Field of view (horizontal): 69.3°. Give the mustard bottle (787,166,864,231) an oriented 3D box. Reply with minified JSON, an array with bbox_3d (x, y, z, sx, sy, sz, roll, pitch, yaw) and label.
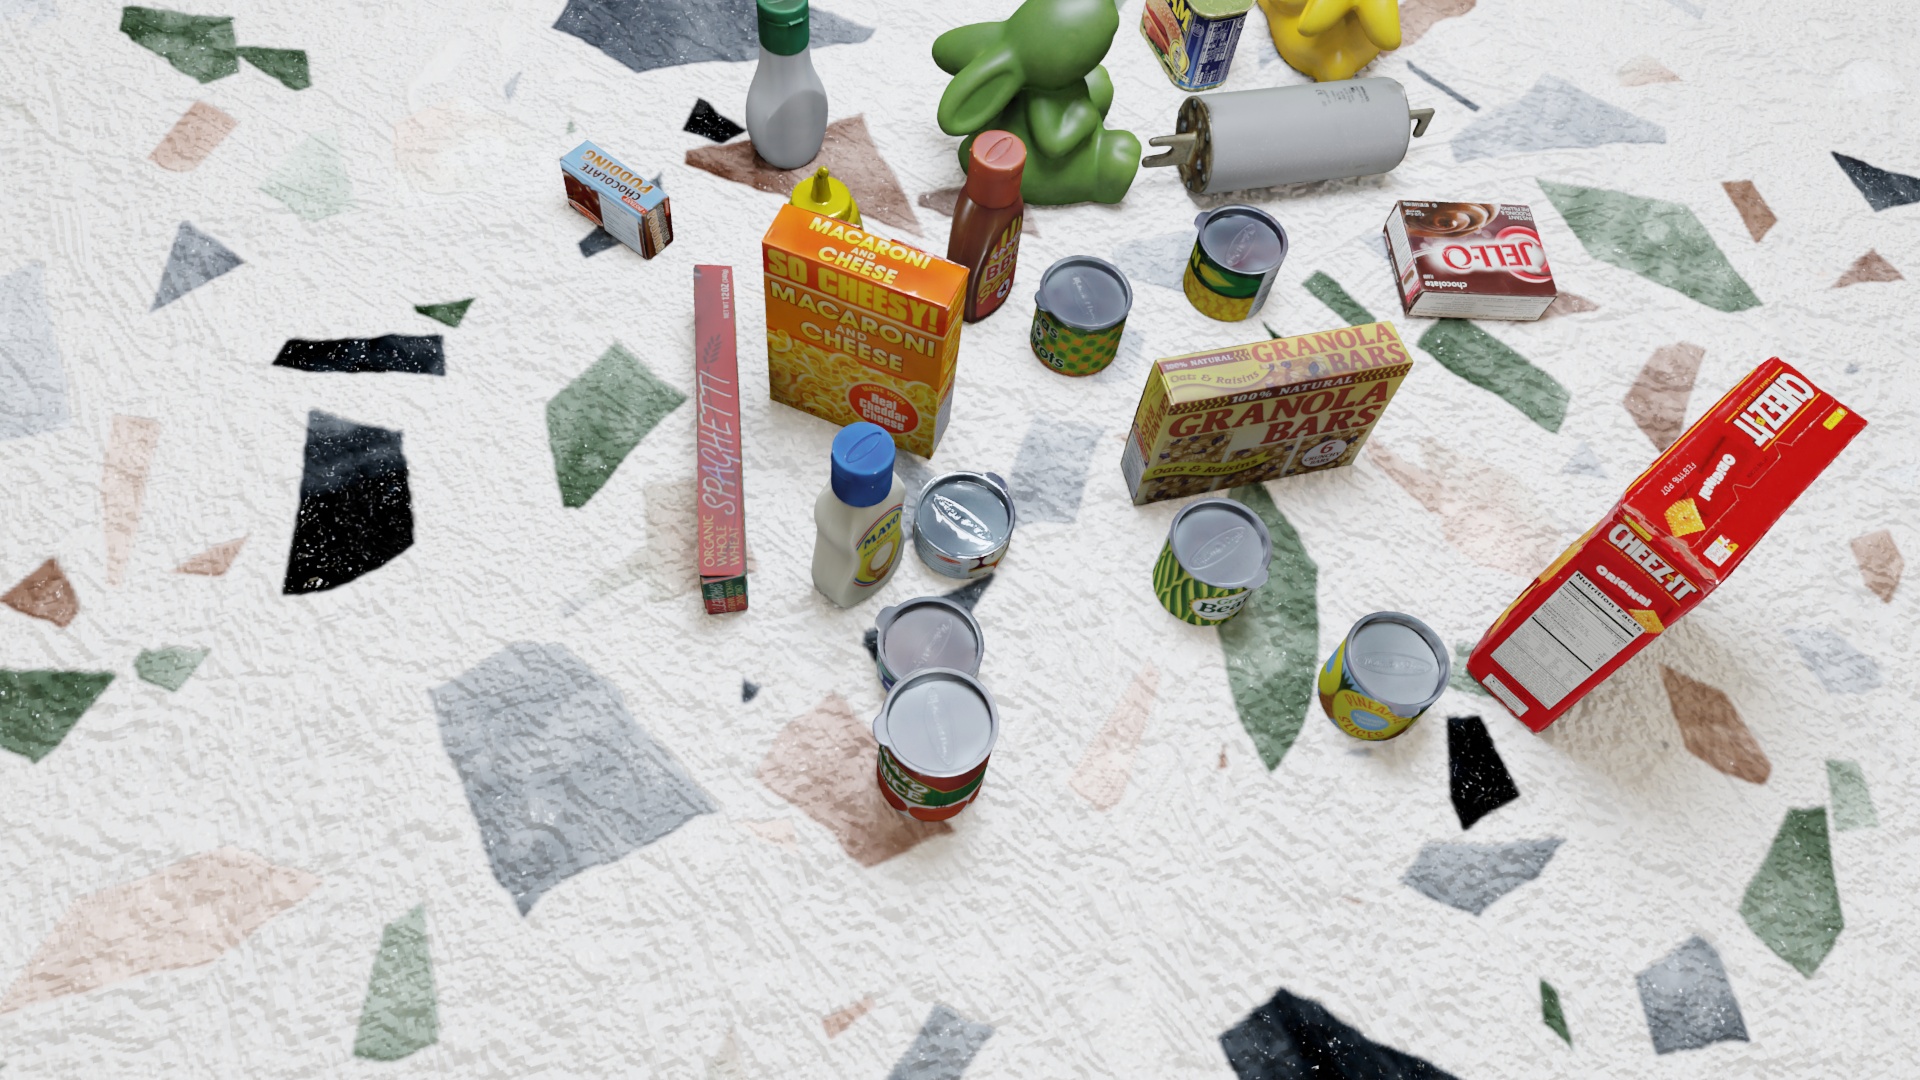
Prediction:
[{"bbox_3d":[-0.093,-0.199,0.939,0.049,0.159,0.065,30,62,11],"label":"mustard bottle"}]

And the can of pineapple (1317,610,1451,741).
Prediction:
[{"bbox_3d":[0.263,0.087,0.870,0.071,0.057,0.071,3,60,-4],"label":"can of pineapple"}]

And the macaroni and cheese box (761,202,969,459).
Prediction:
[{"bbox_3d":[-0.064,-0.132,0.900,0.124,0.165,0.040,21,61,6],"label":"macaroni and cheese box"}]

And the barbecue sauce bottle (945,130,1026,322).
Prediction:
[{"bbox_3d":[0.018,-0.219,0.969,0.044,0.147,0.065,34,63,13],"label":"barbecue sauce bottle"}]

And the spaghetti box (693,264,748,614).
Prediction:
[{"bbox_3d":[-0.160,-0.072,0.922,0.029,0.050,0.251,-3,61,-8],"label":"spaghetti box"}]

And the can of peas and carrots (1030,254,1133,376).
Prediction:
[{"bbox_3d":[0.083,-0.159,0.992,0.071,0.058,0.071,3,60,-4],"label":"can of peas and carrots"}]

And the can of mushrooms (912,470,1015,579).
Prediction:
[{"bbox_3d":[0.003,-0.011,0.914,0.071,0.033,0.071,3,60,-4],"label":"can of mushrooms"}]

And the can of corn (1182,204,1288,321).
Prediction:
[{"bbox_3d":[0.201,-0.207,1.032,0.071,0.058,0.071,3,60,-4],"label":"can of corn"}]

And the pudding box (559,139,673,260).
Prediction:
[{"bbox_3d":[-0.251,-0.249,1.015,0.084,0.049,0.030,35,63,14],"label":"pudding box"}]

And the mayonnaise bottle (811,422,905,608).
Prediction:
[{"bbox_3d":[-0.061,-0.016,0.844,0.041,0.147,0.065,40,64,16],"label":"mayonnaise bottle"}]

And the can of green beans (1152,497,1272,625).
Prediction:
[{"bbox_3d":[0.162,0.015,0.901,0.071,0.057,0.071,3,60,-4],"label":"can of green beans"}]

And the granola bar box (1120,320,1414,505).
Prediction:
[{"bbox_3d":[0.198,-0.084,0.923,0.166,0.123,0.039,-11,62,-12],"label":"granola bar box"}]

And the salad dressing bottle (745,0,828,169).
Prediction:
[{"bbox_3d":[-0.129,-0.342,1.025,0.064,0.147,0.044,-29,67,-20],"label":"salad dressing bottle"}]

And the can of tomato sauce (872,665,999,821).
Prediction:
[{"bbox_3d":[-0.017,0.121,0.807,0.071,0.082,0.071,3,60,-4],"label":"can of tomato sauce"}]

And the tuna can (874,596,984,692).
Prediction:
[{"bbox_3d":[-0.022,0.070,0.865,0.071,0.032,0.071,3,60,-4],"label":"tuna can"}]
